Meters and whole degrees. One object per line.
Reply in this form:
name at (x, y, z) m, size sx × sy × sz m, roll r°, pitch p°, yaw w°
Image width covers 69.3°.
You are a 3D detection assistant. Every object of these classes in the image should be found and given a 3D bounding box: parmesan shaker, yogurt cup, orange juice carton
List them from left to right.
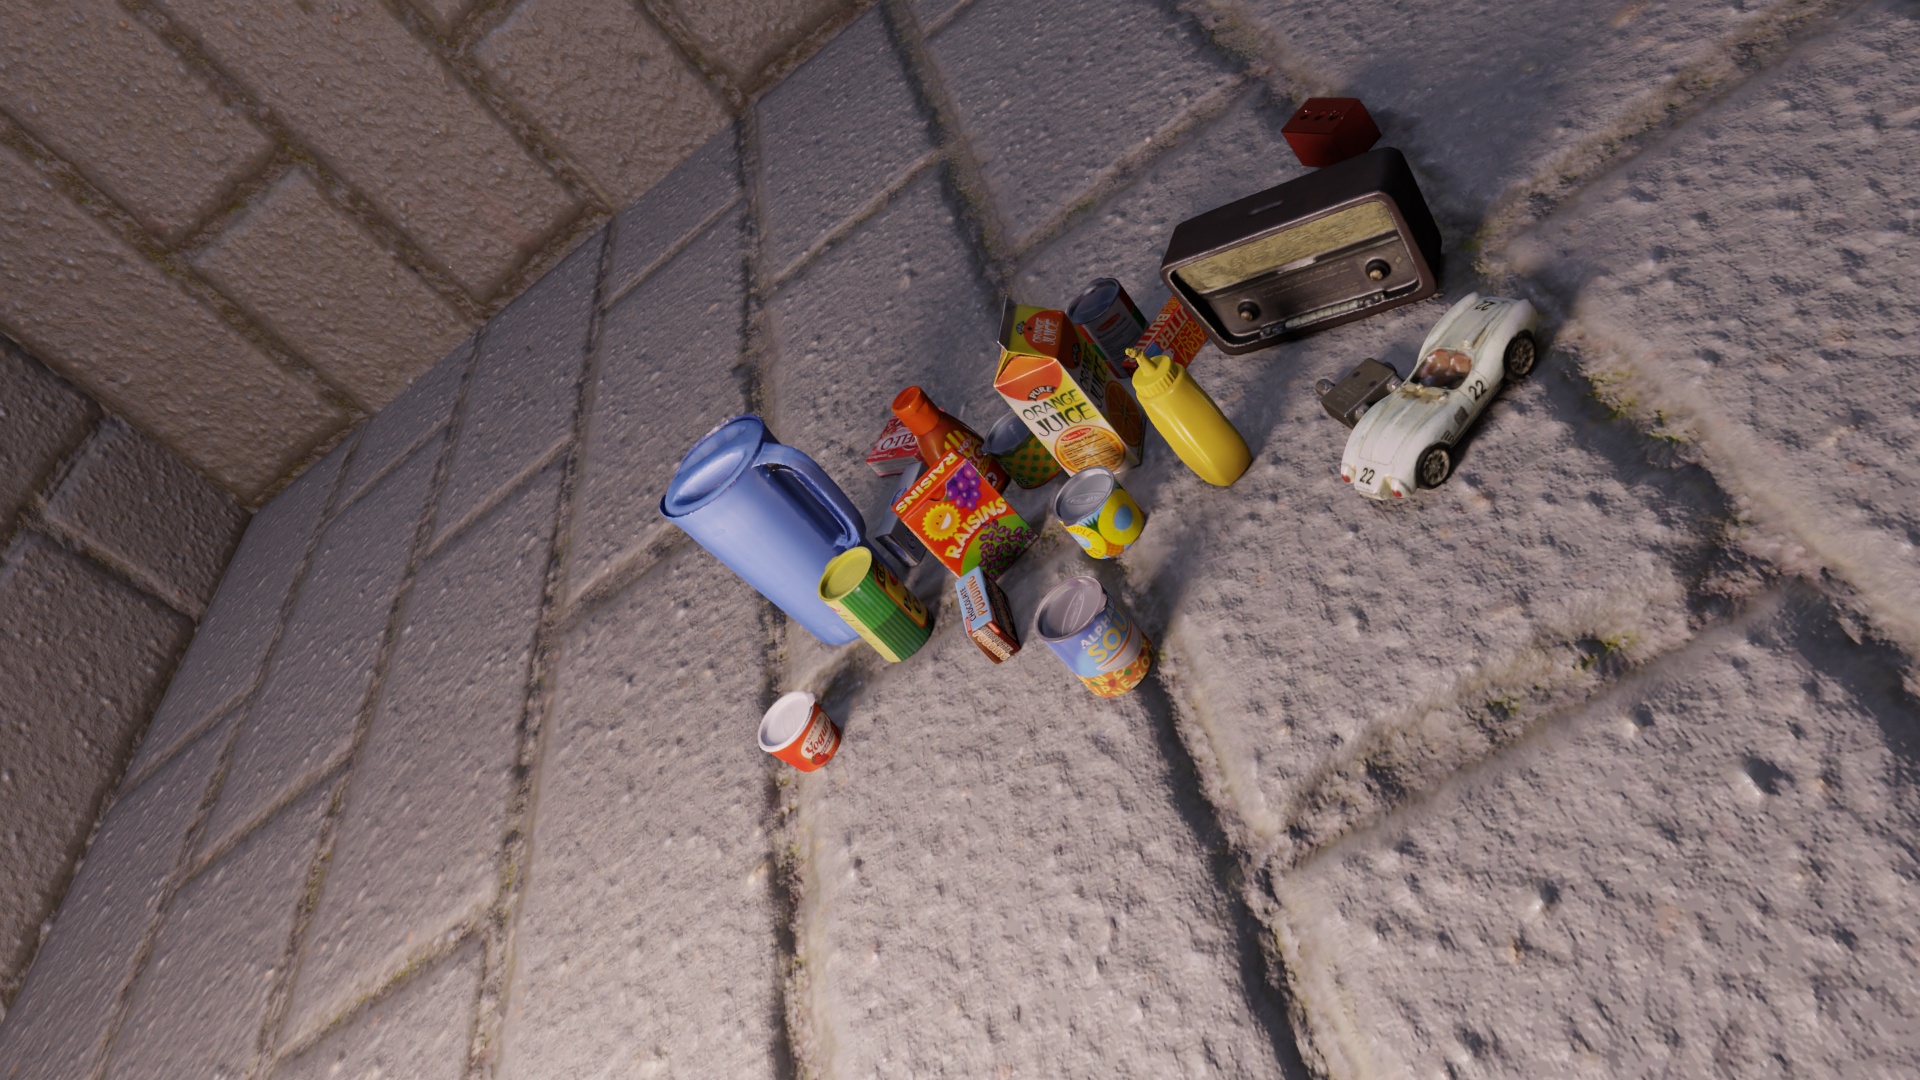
yogurt cup at (-0.153, 0.186, 1.335) m, size 0.072 × 0.054 × 0.073 m, roll -29°, pitch 35°, yaw 23°
parmesan shaker at (-0.082, 0.062, 1.356) m, size 0.071 × 0.103 × 0.072 m, roll -29°, pitch 35°, yaw 23°
orange juice carton at (0.095, -0.145, 1.318) m, size 0.073 × 0.192 × 0.072 m, roll -21°, pitch 38°, yaw 32°

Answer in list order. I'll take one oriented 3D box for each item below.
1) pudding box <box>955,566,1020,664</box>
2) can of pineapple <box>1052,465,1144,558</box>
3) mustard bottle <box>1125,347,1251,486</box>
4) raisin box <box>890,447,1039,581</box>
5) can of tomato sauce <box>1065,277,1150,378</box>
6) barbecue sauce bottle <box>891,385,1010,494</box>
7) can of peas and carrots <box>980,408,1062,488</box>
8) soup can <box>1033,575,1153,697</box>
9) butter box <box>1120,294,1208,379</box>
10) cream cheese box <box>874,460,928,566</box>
pudding box at (0.024, 0.068, 1.281) m, size 0.030 × 0.049 × 0.084 m, roll -34°, pitch 33°, yaw 15°
can of pineapple at (0.126, -0.024, 1.269) m, size 0.071 × 0.057 × 0.071 m, roll -29°, pitch 35°, yaw 23°
mustard bottle at (0.192, -0.114, 1.204) m, size 0.049 × 0.160 × 0.065 m, roll -47°, pitch 32°, yaw -5°
raisin box at (0.005, -0.017, 1.332) m, size 0.086 × 0.123 × 0.040 m, roll -45°, pitch 32°, yaw -2°
can of tomato sauce at (0.158, -0.220, 1.438) m, size 0.071 × 0.083 × 0.071 m, roll -29°, pitch 35°, yaw 23°
barbecue sauce bottle at (-0.012, -0.096, 1.420) m, size 0.043 × 0.148 × 0.065 m, roll 13°, pitch 63°, yaw 54°
can of peas and carrots at (0.066, -0.094, 1.416) m, size 0.071 × 0.058 × 0.071 m, roll -29°, pitch 35°, yaw 23°
soup can at (0.112, 0.079, 1.139) m, size 0.071 × 0.083 × 0.072 m, roll -29°, pitch 35°, yaw 23°
butter box at (0.207, -0.193, 1.382) m, size 0.104 × 0.053 × 0.024 m, roll -53°, pitch 33°, yaw -16°
cream cheese box at (-0.050, -0.028, 1.473) m, size 0.024 × 0.053 × 0.104 m, roll -12°, pitch 43°, yaw 40°
